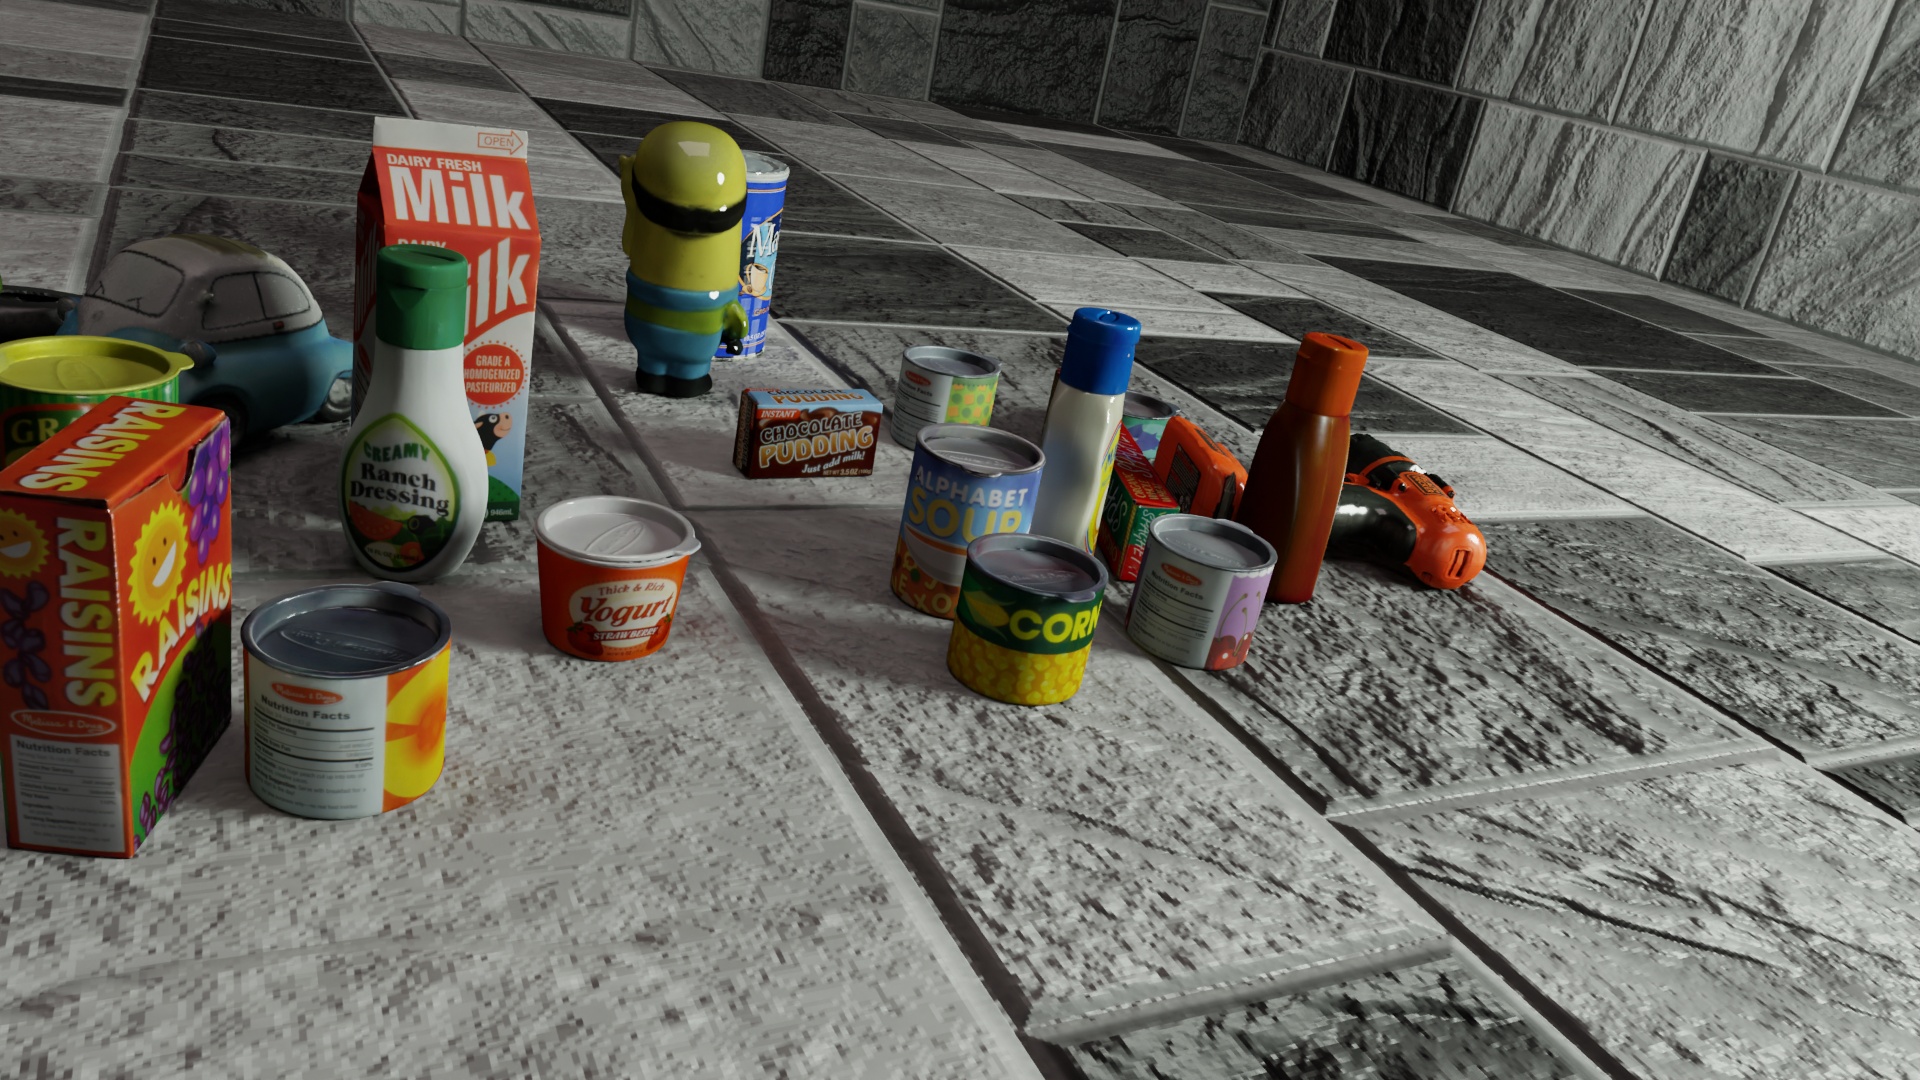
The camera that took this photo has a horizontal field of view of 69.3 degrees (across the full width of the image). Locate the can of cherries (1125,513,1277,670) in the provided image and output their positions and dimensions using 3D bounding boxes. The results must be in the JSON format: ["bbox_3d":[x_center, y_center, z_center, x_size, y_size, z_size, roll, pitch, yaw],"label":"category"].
[{"bbox_3d":[0.124,0.025,0.713,0.071,0.058,0.072,10,22,-4],"label":"can of cherries"}]

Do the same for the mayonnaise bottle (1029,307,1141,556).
[{"bbox_3d":[0.063,-0.049,0.744,0.041,0.147,0.065,15,22,10],"label":"mayonnaise bottle"}]

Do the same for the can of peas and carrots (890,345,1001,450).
[{"bbox_3d":[-0.009,-0.094,0.934,0.071,0.058,0.071,10,22,-4],"label":"can of peas and carrots"}]

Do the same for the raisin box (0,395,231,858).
[{"bbox_3d":[-0.269,0.026,0.446,0.040,0.122,0.086,8,22,-9],"label":"raisin box"}]

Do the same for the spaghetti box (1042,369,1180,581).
[{"bbox_3d":[0.090,-0.047,0.881,0.029,0.050,0.251,7,23,-10],"label":"spaghetti box"}]

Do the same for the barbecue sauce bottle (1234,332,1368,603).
[{"bbox_3d":[0.192,-0.042,0.788,0.044,0.148,0.065,3,24,-20],"label":"barbecue sauce bottle"}]

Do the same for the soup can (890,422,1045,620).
[{"bbox_3d":[0.003,-0.009,0.705,0.071,0.083,0.071,10,22,-4],"label":"soup can"}]

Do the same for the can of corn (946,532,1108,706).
[{"bbox_3d":[0.031,0.037,0.643,0.071,0.058,0.071,10,22,-4],"label":"can of corn"}]

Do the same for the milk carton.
[{"bbox_3d":[-0.254,-0.108,0.682,0.072,0.189,0.073,-3,26,-32],"label":"milk carton"}]

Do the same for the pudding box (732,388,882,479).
[{"bbox_3d":[-0.092,-0.065,0.839,0.084,0.049,0.030,-3,26,-31],"label":"pudding box"}]

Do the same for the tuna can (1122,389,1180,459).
[{"bbox_3d":[0.123,-0.085,1.009,0.071,0.032,0.071,10,22,-4],"label":"tuna can"}]

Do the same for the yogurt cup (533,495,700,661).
[{"bbox_3d":[-0.153,0.017,0.610,0.072,0.053,0.073,10,22,-4],"label":"yogurt cup"}]

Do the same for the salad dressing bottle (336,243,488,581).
[{"bbox_3d":[-0.243,-0.056,0.619,0.064,0.147,0.044,11,22,-1],"label":"salad dressing bottle"}]

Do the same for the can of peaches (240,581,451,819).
[{"bbox_3d":[-0.214,0.055,0.488,0.071,0.057,0.071,10,22,-4],"label":"can of peaches"}]

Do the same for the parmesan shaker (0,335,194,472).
[{"bbox_3d":[-0.343,-0.022,0.550,0.071,0.102,0.071,10,22,-4],"label":"parmesan shaker"}]
